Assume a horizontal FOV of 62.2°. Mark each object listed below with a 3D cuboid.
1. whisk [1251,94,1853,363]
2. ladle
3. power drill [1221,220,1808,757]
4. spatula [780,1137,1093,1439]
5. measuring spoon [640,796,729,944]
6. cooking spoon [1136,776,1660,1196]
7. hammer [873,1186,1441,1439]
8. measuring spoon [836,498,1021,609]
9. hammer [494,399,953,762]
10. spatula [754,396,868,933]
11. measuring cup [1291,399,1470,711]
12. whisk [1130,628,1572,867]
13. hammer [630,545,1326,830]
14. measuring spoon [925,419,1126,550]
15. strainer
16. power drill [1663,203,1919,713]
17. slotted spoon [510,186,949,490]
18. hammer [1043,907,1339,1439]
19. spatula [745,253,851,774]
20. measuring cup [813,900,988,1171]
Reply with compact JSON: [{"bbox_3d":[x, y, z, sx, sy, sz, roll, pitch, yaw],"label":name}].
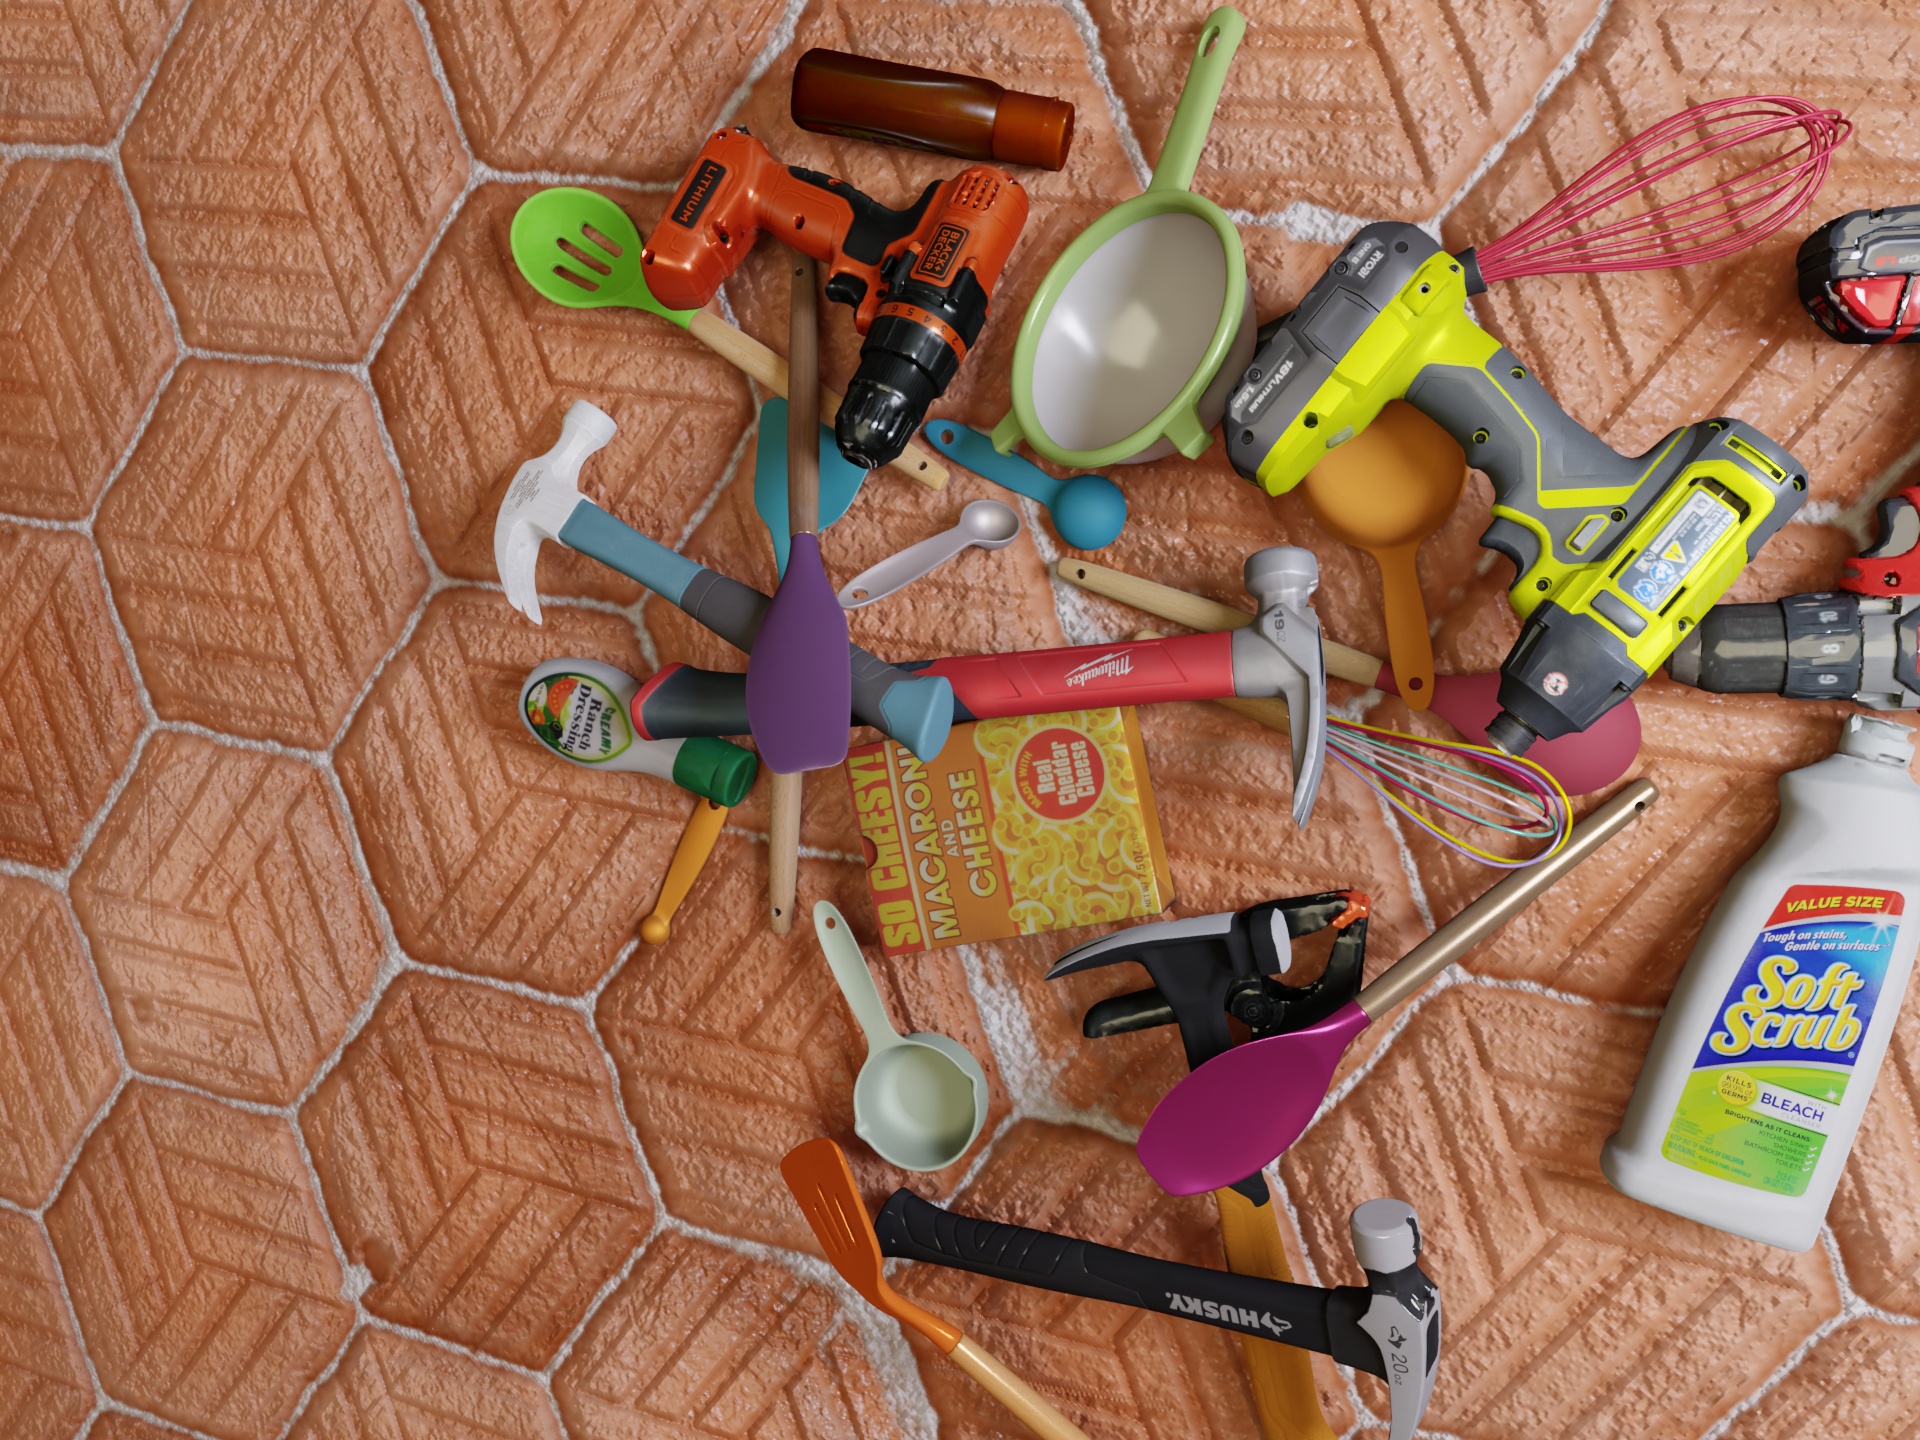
[{"bbox_3d":[0.274,-0.229,0.780,0.296,0.073,0.073,-17,89,24],"label":"whisk"},{"bbox_3d":[0.196,-0.034,0.838,0.315,0.031,0.069,20,101,18],"label":"ladle"},{"bbox_3d":[0.236,-0.106,0.727,0.223,0.080,0.171,41,100,13],"label":"power drill"},{"bbox_3d":[0.019,0.360,0.900,0.322,0.041,0.081,42,142,-4],"label":"spatula"},{"bbox_3d":[-0.170,0.088,0.977,0.021,0.011,0.117,30,103,14],"label":"measuring spoon"},{"bbox_3d":[0.221,0.130,0.796,0.319,0.017,0.068,-37,107,-1],"label":"cooking spoon"},{"bbox_3d":[0.090,0.302,0.849,0.335,0.035,0.146,-1,108,35],"label":"hammer"},{"bbox_3d":[-0.018,-0.086,0.871,0.034,0.124,0.018,46,150,25],"label":"measuring spoon"},{"bbox_3d":[-0.136,-0.068,0.887,0.331,0.033,0.128,29,82,27],"label":"hammer"},{"bbox_3d":[-0.094,-0.029,0.938,0.082,0.044,0.317,7,101,16],"label":"spatula"},{"bbox_3d":[0.216,-0.092,0.797,0.095,0.052,0.174,-9,81,16],"label":"measuring cup"},{"bbox_3d":[0.197,0.005,0.825,0.245,0.051,0.047,27,134,23],"label":"whisk"},{"bbox_3d":[-0.001,-0.003,0.855,0.386,0.038,0.143,-5,71,18],"label":"hammer"},{"bbox_3d":[0.032,-0.136,0.884,0.129,0.021,0.042,30,103,13],"label":"measuring spoon"},{"bbox_3d":[0.117,-0.241,0.831,0.152,0.069,0.256,11,81,49],"label":"strainer"},{"bbox_3d":[0.425,-0.114,0.729,0.188,0.080,0.226,-1,97,19],"label":"power drill"},{"bbox_3d":[-0.135,-0.218,0.925,0.314,0.031,0.070,34,87,14],"label":"slotted spoon"},{"bbox_3d":[0.145,0.268,0.850,0.127,0.034,0.337,-12,99,20],"label":"hammer"},{"bbox_3d":[-0.087,-0.120,0.862,0.060,0.018,0.316,-9,67,17],"label":"spatula"},{"bbox_3d":[-0.040,0.179,0.929,0.083,0.038,0.167,-28,83,19],"label":"measuring cup"}]
